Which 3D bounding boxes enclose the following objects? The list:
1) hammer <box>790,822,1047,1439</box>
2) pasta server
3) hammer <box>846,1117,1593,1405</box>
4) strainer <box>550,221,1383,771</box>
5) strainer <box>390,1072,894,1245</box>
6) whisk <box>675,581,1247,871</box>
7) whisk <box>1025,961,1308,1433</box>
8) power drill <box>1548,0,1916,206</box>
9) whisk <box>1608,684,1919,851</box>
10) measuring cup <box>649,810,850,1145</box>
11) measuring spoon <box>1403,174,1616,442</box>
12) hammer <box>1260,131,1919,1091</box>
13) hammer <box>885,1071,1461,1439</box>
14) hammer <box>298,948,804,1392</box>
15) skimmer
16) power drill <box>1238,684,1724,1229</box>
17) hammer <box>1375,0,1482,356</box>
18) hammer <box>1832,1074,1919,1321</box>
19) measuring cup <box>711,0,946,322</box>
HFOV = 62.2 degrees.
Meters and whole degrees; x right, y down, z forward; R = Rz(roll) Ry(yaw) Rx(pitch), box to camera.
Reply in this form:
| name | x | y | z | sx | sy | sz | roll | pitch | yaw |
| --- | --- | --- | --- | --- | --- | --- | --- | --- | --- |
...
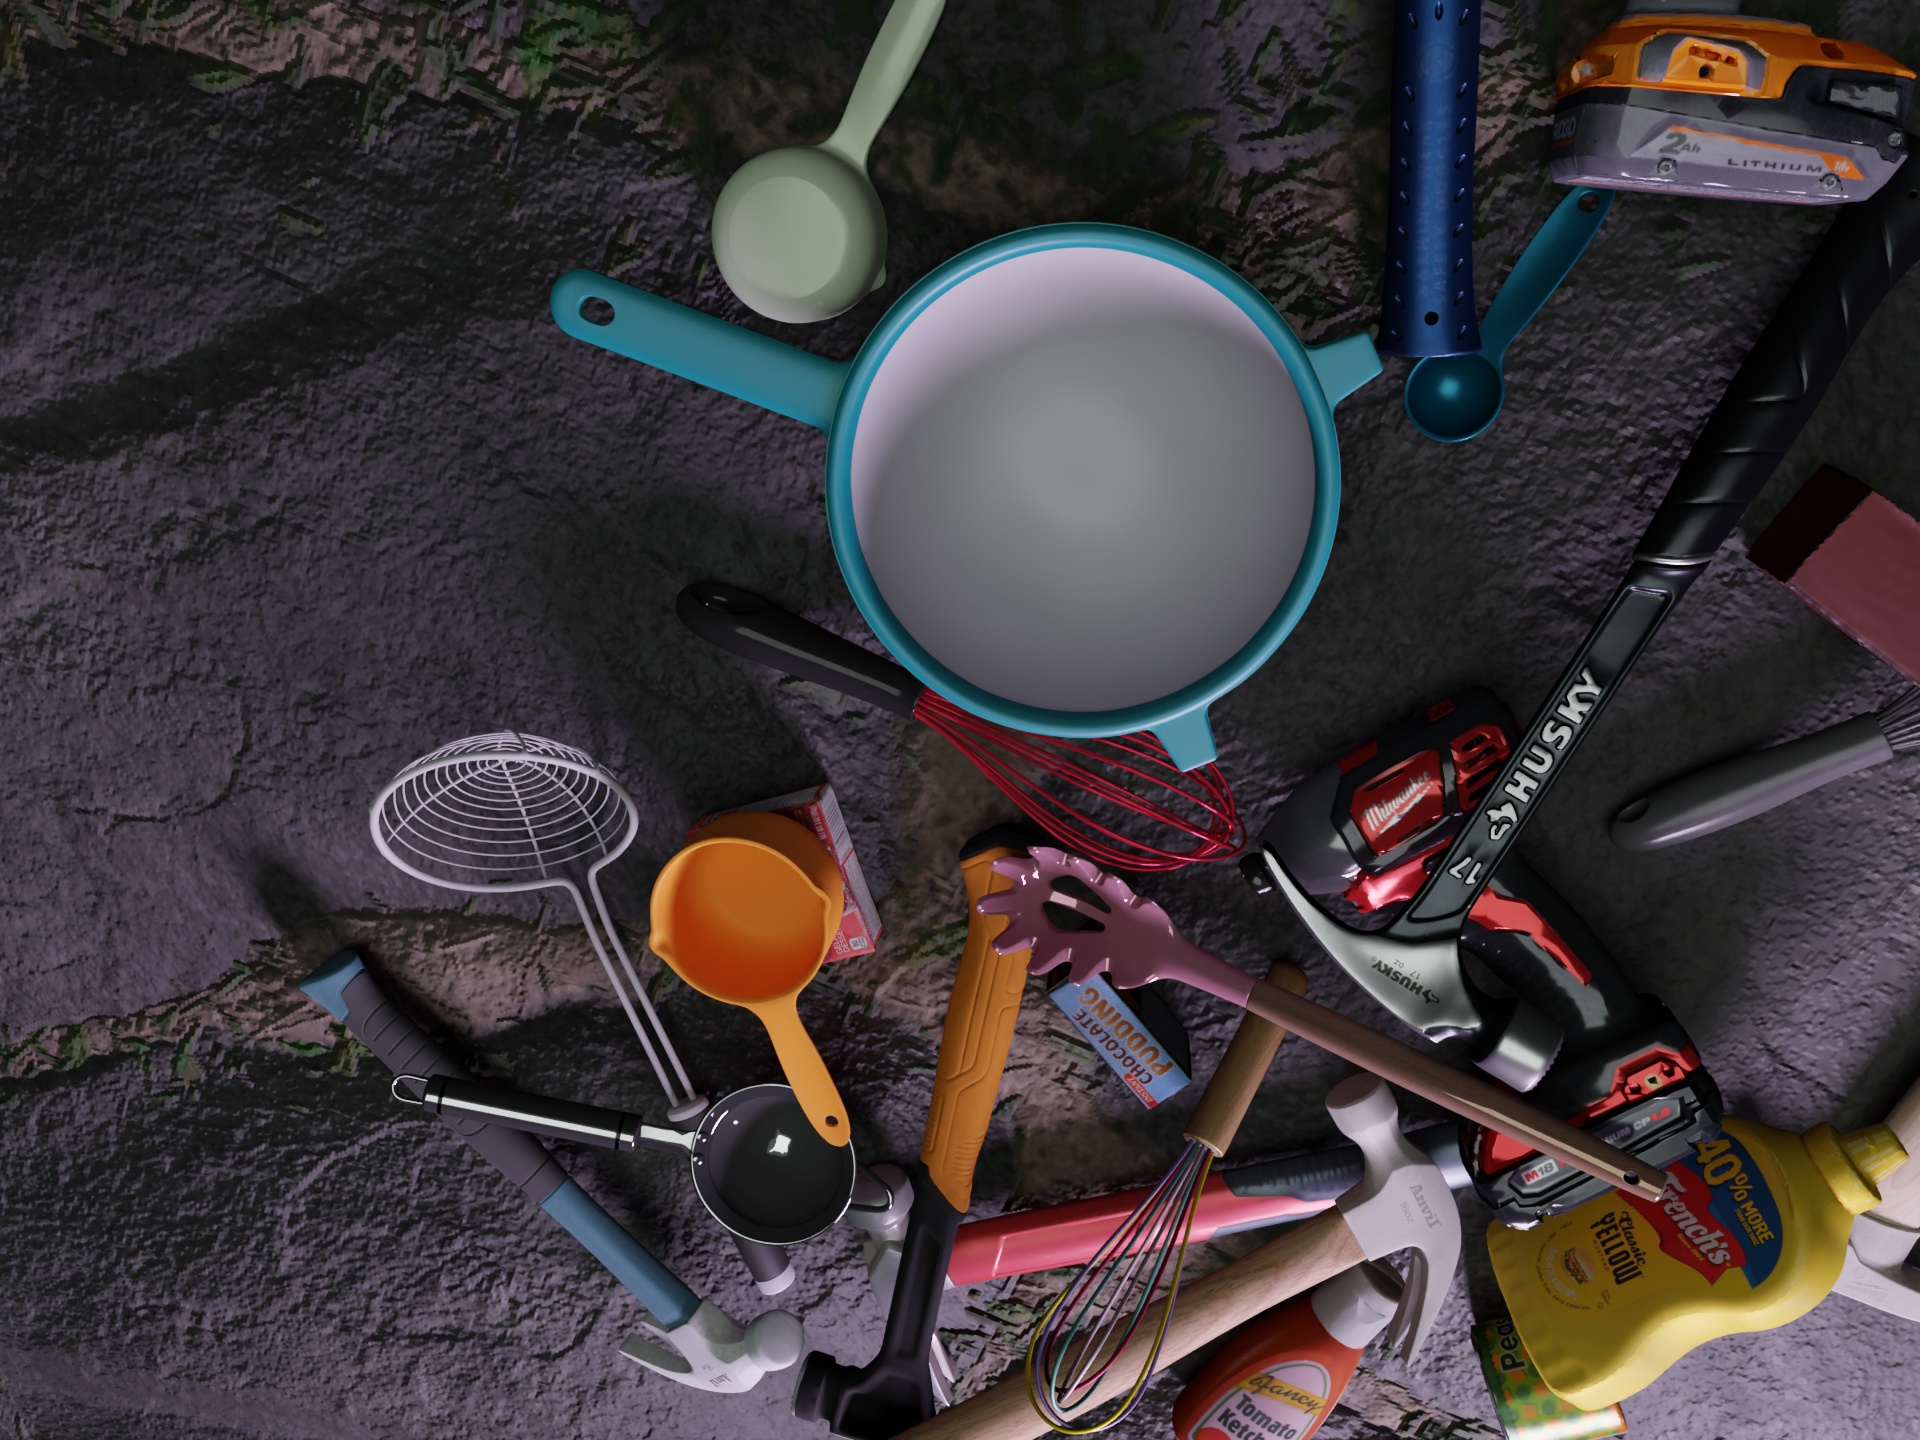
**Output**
| name | x | y | z | sx | sy | sz | roll | pitch | yaw |
| --- | --- | --- | --- | --- | --- | --- | --- | --- | --- |
| hammer | 0.003 | 0.218 | 0.809 | 0.127 | 0.034 | 0.337 | 13 | 99 | 9 |
| pasta server | 0.153 | 0.135 | 0.709 | 0.316 | 0.040 | 0.060 | 24 | 102 | 21 |
| hammer | 0.139 | 0.268 | 0.838 | 0.386 | 0.038 | 0.143 | -16 | 107 | 14 |
| strainer | -0.006 | -0.128 | 0.693 | 0.340 | 0.095 | 0.211 | 21 | 108 | 3 |
| strainer | -0.159 | 0.208 | 0.806 | 0.258 | 0.050 | 0.087 | 12 | 98 | -4 |
| whisk | -0.001 | -0.002 | 0.755 | 0.296 | 0.073 | 0.073 | 23 | 111 | 6 |
| whisk | 0.101 | 0.219 | 0.755 | 0.047 | 0.245 | 0.051 | 7 | 147 | 50 |
| power drill | 0.316 | -0.311 | 0.586 | 0.164 | 0.084 | 0.226 | 7 | 106 | 6 |
| whisk | 0.404 | 0.004 | 0.703 | 0.239 | 0.055 | 0.055 | -27 | 103 | 21 |
| measuring cup | -0.085 | 0.125 | 0.782 | 0.095 | 0.052 | 0.173 | -17 | 107 | 16 |
| measuring spoon | 0.238 | -0.175 | 0.680 | 0.042 | 0.021 | 0.128 | 38 | 103 | 20 |
| hammer | 0.279 | -0.053 | 0.661 | 0.149 | 0.036 | 0.409 | 32 | 98 | 10 |
| hammer | 0.092 | 0.307 | 0.782 | 0.331 | 0.031 | 0.130 | -30 | 96 | 3 |
| hammer | -0.233 | 0.247 | 0.873 | 0.331 | 0.033 | 0.128 | 45 | 136 | -2 |
| skimmer | -0.175 | 0.166 | 0.822 | 0.127 | 0.090 | 0.363 | -20 | 105 | 12 |
| power drill | 0.235 | 0.109 | 0.732 | 0.143 | 0.078 | 0.219 | -31 | 89 | 12 |
| hammer | 0.180 | -0.347 | 0.610 | 0.144 | 0.035 | 0.405 | 0 | 107 | 9 |
| hammer | 0.516 | 0.104 | 0.724 | 0.146 | 0.038 | 0.410 | 21 | 111 | 0 |
| measuring cup | -0.051 | -0.248 | 0.684 | 0.083 | 0.038 | 0.167 | 31 | 113 | -3 |
